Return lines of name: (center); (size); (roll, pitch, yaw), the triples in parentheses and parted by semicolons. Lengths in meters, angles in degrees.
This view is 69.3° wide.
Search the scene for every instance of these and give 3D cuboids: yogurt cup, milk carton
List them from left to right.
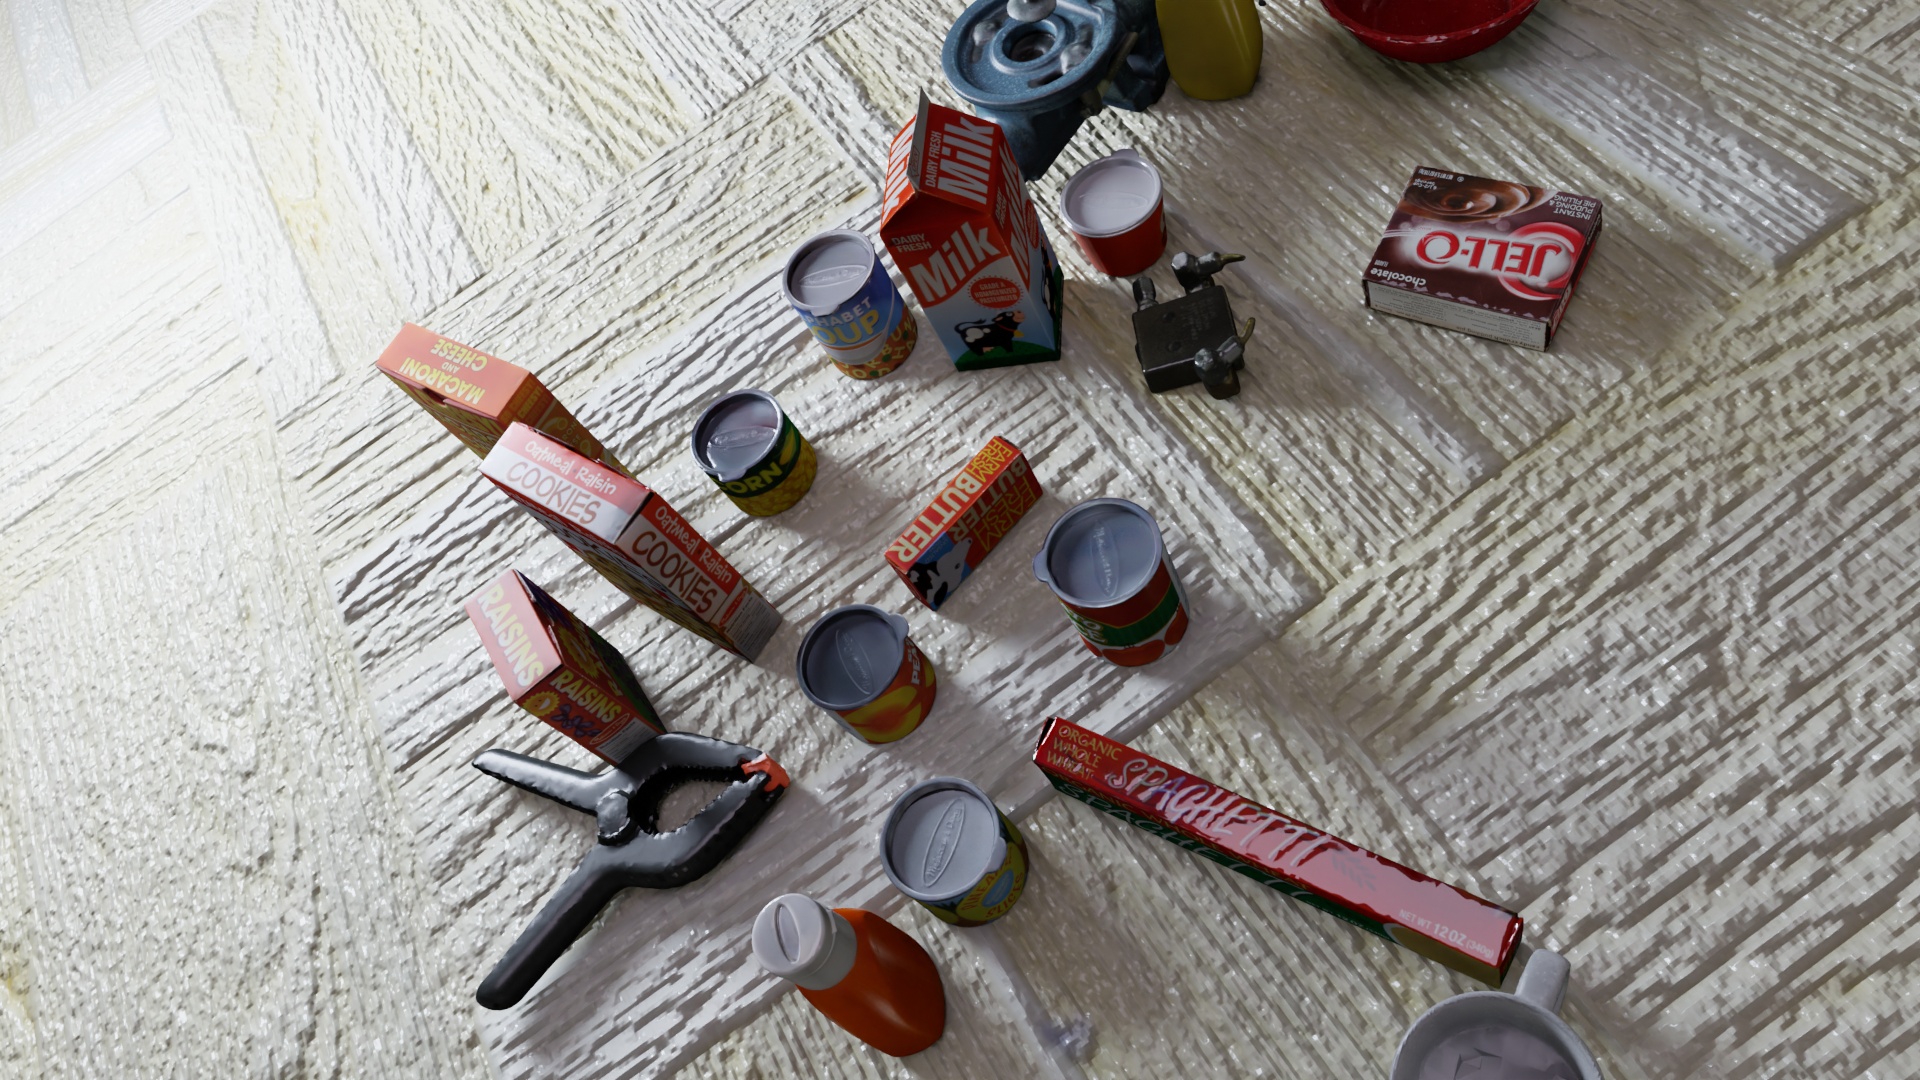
milk carton: (0.005, -0.188, 0.860); (0.073, 0.190, 0.072); (-5, 60, 19)
yogurt cup: (0.105, -0.212, 0.918); (0.072, 0.053, 0.073); (-9, 59, 16)

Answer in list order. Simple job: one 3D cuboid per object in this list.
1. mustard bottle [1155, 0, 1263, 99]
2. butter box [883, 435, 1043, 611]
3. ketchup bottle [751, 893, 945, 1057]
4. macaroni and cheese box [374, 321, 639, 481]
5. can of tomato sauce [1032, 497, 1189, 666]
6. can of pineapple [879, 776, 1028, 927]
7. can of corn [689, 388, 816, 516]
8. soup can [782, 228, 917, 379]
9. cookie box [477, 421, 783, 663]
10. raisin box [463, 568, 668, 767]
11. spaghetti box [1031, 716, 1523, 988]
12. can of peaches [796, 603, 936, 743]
mustard bottle: (0.160, -0.364, 0.920); (0.065, 0.159, 0.049); (6, 64, 24)
butter box: (0.003, -0.011, 0.841); (0.024, 0.053, 0.103); (37, 79, 33)
ketchup bottle: (-0.053, 0.208, 0.678); (0.043, 0.148, 0.065); (-26, 56, 6)
macaroni and cheese box: (-0.286, -0.066, 0.915); (0.124, 0.166, 0.040); (22, 72, 30)
can of tomato sauce: (0.086, 0.026, 0.770); (0.071, 0.083, 0.071); (-9, 59, 16)
can of pineapple: (-0.001, 0.167, 0.737); (0.071, 0.057, 0.071); (-9, 59, 16)
can of corn: (-0.136, -0.055, 0.917); (0.071, 0.058, 0.071); (-9, 59, 16)
soup can: (-0.073, -0.155, 0.936); (0.071, 0.083, 0.071); (-9, 59, 16)
cookie box: (-0.195, 0.003, 0.840); (0.123, 0.167, 0.040); (24, 73, 30)
raisin box: (-0.235, 0.080, 0.837); (0.040, 0.123, 0.086); (-38, 55, -2)
spaghetti box: (0.150, 0.151, 0.693); (0.250, 0.050, 0.029); (20, 71, 29)
can of peaches: (-0.052, 0.077, 0.808); (0.071, 0.058, 0.071); (-9, 59, 16)
